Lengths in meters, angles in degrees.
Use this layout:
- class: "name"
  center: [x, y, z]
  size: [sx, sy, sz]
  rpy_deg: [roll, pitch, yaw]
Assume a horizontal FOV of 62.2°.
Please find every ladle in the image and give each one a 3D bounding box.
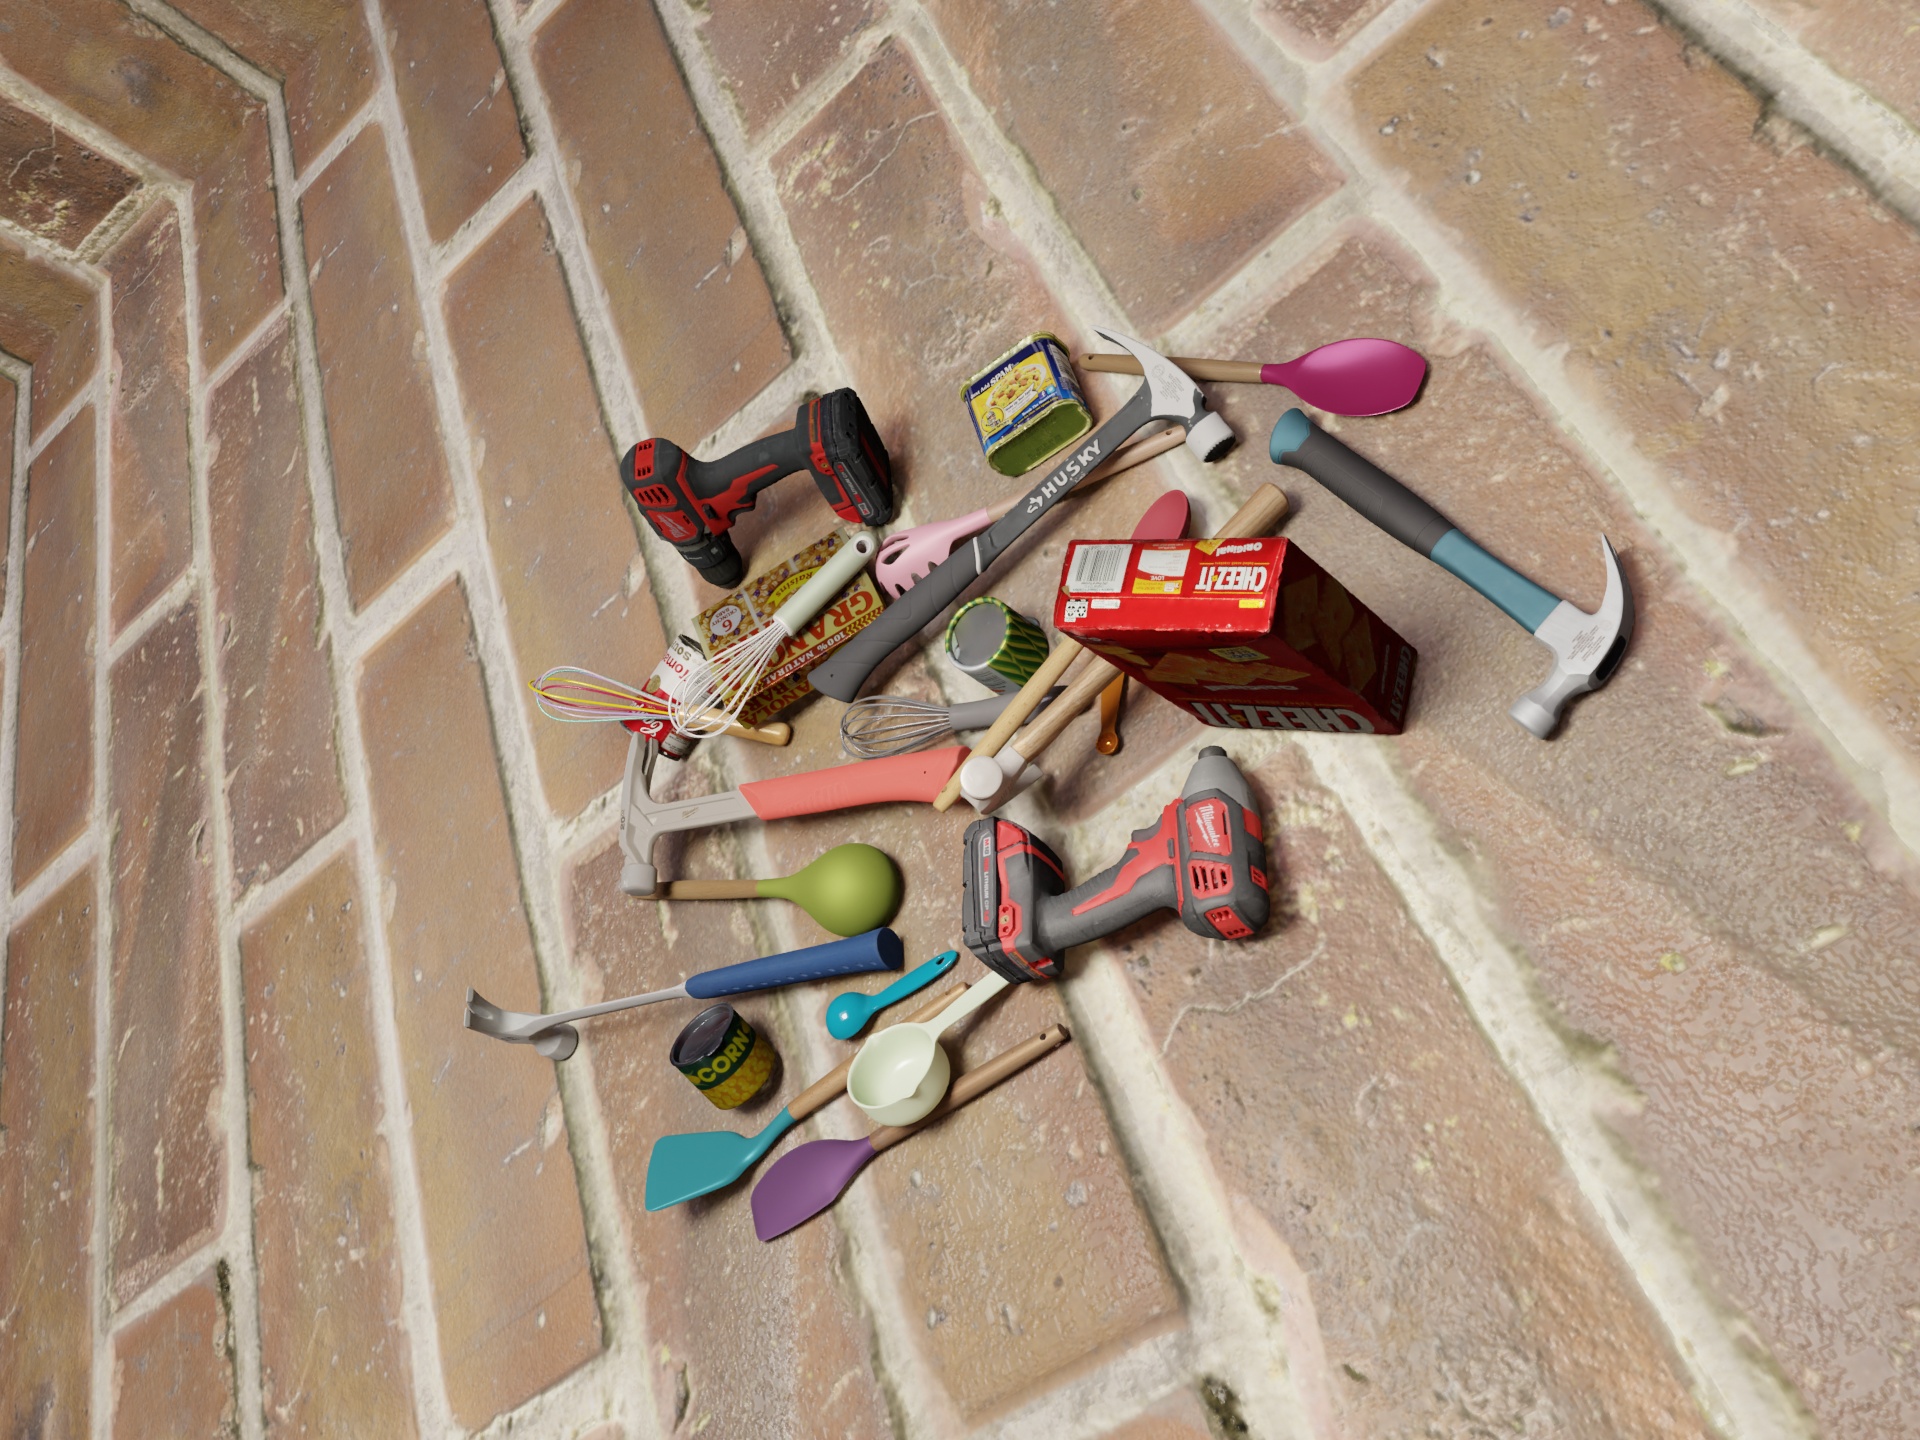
- class: "ladle"
  center: [-0.180, 0.148, 1.384]
  size: [0.320, 0.062, 0.078]
  rpy_deg: [-7, 72, 43]
- class: "ladle"
  center: [0.082, -0.052, 1.237]
  size: [0.315, 0.031, 0.069]
  rpy_deg: [-51, 23, -8]

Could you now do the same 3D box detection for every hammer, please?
- class: "hammer"
  center: [0.330, -0.129, 1.118]
  size: [0.128, 0.033, 0.331]
  rpy_deg: [-50, 49, 9]
- class: "hammer"
  center: [-0.146, 0.056, 1.350]
  size: [0.359, 0.036, 0.149]
  rpy_deg: [-11, 67, 30]
- class: "hammer"
  center: [0.026, -0.154, 1.321]
  size: [0.409, 0.036, 0.149]
  rpy_deg: [-40, 74, 15]
- class: "hammer"
  center: [0.124, -0.054, 1.193]
  size: [0.031, 0.130, 0.331]
  rpy_deg: [44, 85, 10]
- class: "hammer"
  center: [-0.237, 0.228, 1.341]
  size: [0.405, 0.144, 0.035]
  rpy_deg: [-15, 61, 24]

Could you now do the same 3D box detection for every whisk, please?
- class: "whisk"
  center: [-0.001, -0.004, 1.310]
  size: [0.239, 0.055, 0.055]
  rpy_deg: [-8, 65, 30]
- class: "whisk"
  center: [-0.160, -0.077, 1.383]
  size: [0.246, 0.058, 0.059]
  rpy_deg: [-46, 5, -12]
- class: "whisk"
  center: [-0.276, -0.008, 1.445]
  size: [0.245, 0.047, 0.051]
  rpy_deg: [12, 78, 5]

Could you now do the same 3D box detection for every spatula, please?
- class: "spatula"
  center: [-0.121, 0.292, 1.263]
  size: [0.317, 0.044, 0.082]
  rpy_deg: [-38, 24, 16]
- class: "spatula"
  center: [-0.047, 0.309, 1.216]
  size: [0.316, 0.018, 0.060]
  rpy_deg: [-35, 49, 21]

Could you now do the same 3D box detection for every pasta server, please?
- class: "pasta server"
  center: [0.053, -0.183, 1.361]
  size: [0.316, 0.040, 0.060]
  rpy_deg: [-20, 59, 25]

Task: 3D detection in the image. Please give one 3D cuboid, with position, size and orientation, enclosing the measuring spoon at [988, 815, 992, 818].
- class: "measuring spoon"
  center: [0.025, 0.130, 1.242]
  size: [0.034, 0.018, 0.124]
  rpy_deg: [-21, 58, 29]

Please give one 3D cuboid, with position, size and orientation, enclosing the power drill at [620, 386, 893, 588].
- class: "power drill"
  center: [-0.178, -0.205, 1.473]
  size: [0.226, 0.187, 0.080]
  rpy_deg: [-13, 56, 12]

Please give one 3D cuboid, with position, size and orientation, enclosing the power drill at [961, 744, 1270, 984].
- class: "power drill"
  center: [0.113, 0.103, 1.146]
  size: [0.219, 0.078, 0.143]
  rpy_deg: [-18, 51, 26]

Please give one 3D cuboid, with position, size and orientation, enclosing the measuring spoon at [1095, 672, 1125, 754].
- class: "measuring spoon"
  center: [0.121, -0.026, 1.248]
  size: [0.021, 0.011, 0.117]
  rpy_deg: [-9, 61, 34]

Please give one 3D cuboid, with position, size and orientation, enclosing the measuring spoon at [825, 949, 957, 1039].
- class: "measuring spoon"
  center: [-0.059, 0.210, 1.261]
  size: [0.128, 0.021, 0.042]
  rpy_deg: [-33, 29, 18]

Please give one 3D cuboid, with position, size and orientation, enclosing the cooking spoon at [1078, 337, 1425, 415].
- class: "cooking spoon"
  center: [0.223, -0.281, 1.278]
  size: [0.319, 0.017, 0.069]
  rpy_deg: [15, 76, 40]

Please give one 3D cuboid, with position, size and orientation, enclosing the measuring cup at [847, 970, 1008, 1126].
- class: "measuring cup"
  center: [-0.009, 0.241, 1.201]
  size: [0.167, 0.038, 0.083]
  rpy_deg: [-38, 32, -8]
